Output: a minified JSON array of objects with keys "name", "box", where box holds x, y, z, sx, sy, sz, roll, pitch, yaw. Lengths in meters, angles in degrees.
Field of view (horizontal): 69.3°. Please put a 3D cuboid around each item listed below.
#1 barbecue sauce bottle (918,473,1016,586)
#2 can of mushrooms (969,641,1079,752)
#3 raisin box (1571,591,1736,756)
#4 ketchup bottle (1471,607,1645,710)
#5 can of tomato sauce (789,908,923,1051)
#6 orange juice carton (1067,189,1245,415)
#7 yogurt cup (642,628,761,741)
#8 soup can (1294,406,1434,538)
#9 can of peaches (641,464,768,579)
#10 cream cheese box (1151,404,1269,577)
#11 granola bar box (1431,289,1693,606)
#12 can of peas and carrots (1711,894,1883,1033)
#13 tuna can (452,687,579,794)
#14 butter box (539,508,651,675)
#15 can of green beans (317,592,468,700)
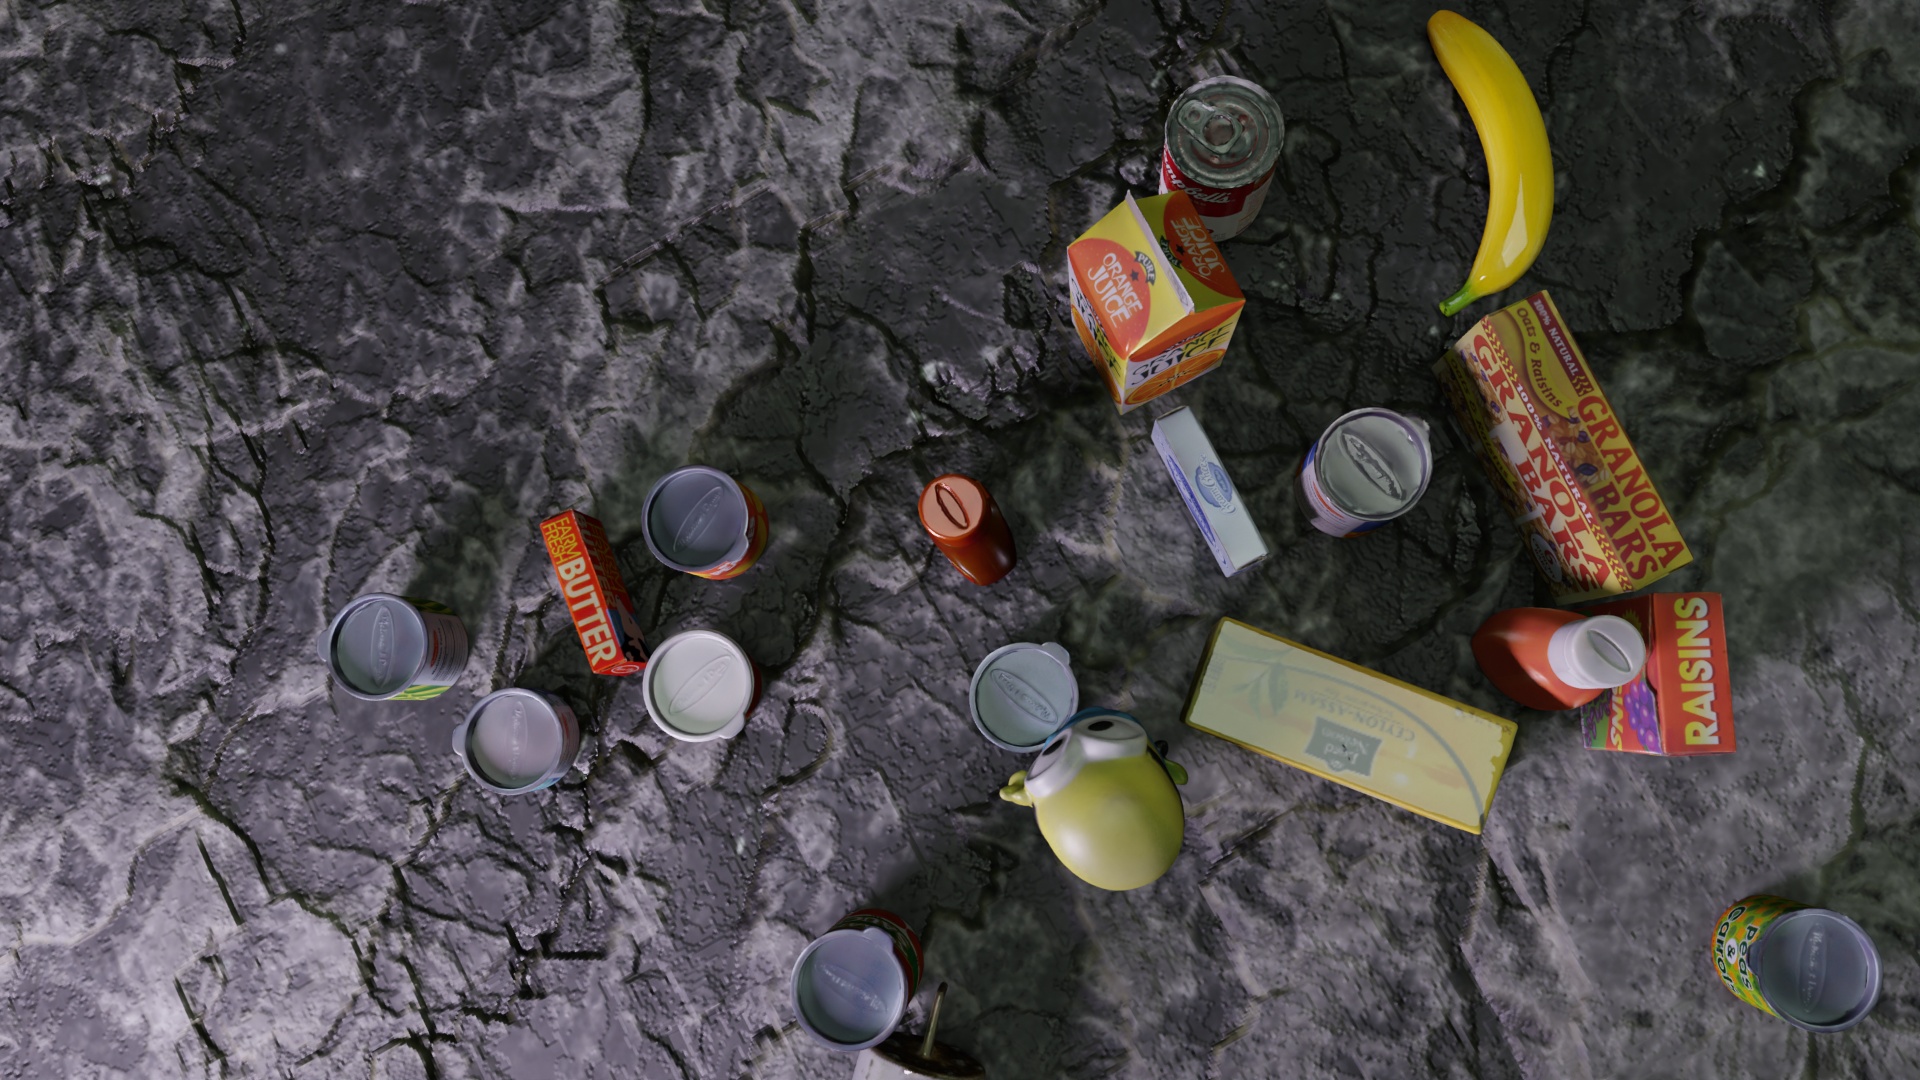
[{"name":"barbecue sauce bottle","box":[0.003,-0.010,0.807,0.043,0.148,0.065,-33,81,1]},{"name":"can of mushrooms","box":[0.041,0.094,0.848,0.071,0.033,0.071,-1,83,5]},{"name":"raisin box","box":[0.383,0.075,0.774,0.040,0.123,0.086,-1,83,5]},{"name":"ketchup bottle","box":[0.331,0.065,0.767,0.043,0.148,0.065,-44,81,-1]},{"name":"can of tomato sauce","box":[-0.058,0.252,0.811,0.071,0.083,0.071,-1,83,5]},{"name":"orange juice carton","box":[0.109,-0.136,0.791,0.073,0.192,0.072,-26,82,2]},{"name":"yogurt cup","box":[-0.155,0.089,0.856,0.072,0.054,0.072,-1,83,5]},{"name":"soup can","box":[0.239,-0.040,0.822,0.071,0.083,0.071,-1,83,5]},{"name":"can of peaches","box":[-0.156,-0.009,0.866,0.071,0.058,0.071,-1,83,5]},{"name":"cream cheese box","box":[0.151,-0.029,0.844,0.024,0.053,0.104,-27,81,2]},{"name":"granola bar box","box":[0.339,-0.048,0.794,0.039,0.124,0.165,-25,81,2]},{"name":"can of peas and carrots","box":[0.464,0.235,0.779,0.071,0.058,0.071,-1,83,5]},{"name":"tuna can","box":[-0.278,0.125,0.873,0.071,0.033,0.071,-1,83,5]},{"name":"butter box","box":[-0.228,0.034,0.870,0.024,0.053,0.103,-23,81,2]},{"name":"can of green beans","box":[-0.353,0.067,0.875,0.071,0.058,0.071,-1,83,5]}]
